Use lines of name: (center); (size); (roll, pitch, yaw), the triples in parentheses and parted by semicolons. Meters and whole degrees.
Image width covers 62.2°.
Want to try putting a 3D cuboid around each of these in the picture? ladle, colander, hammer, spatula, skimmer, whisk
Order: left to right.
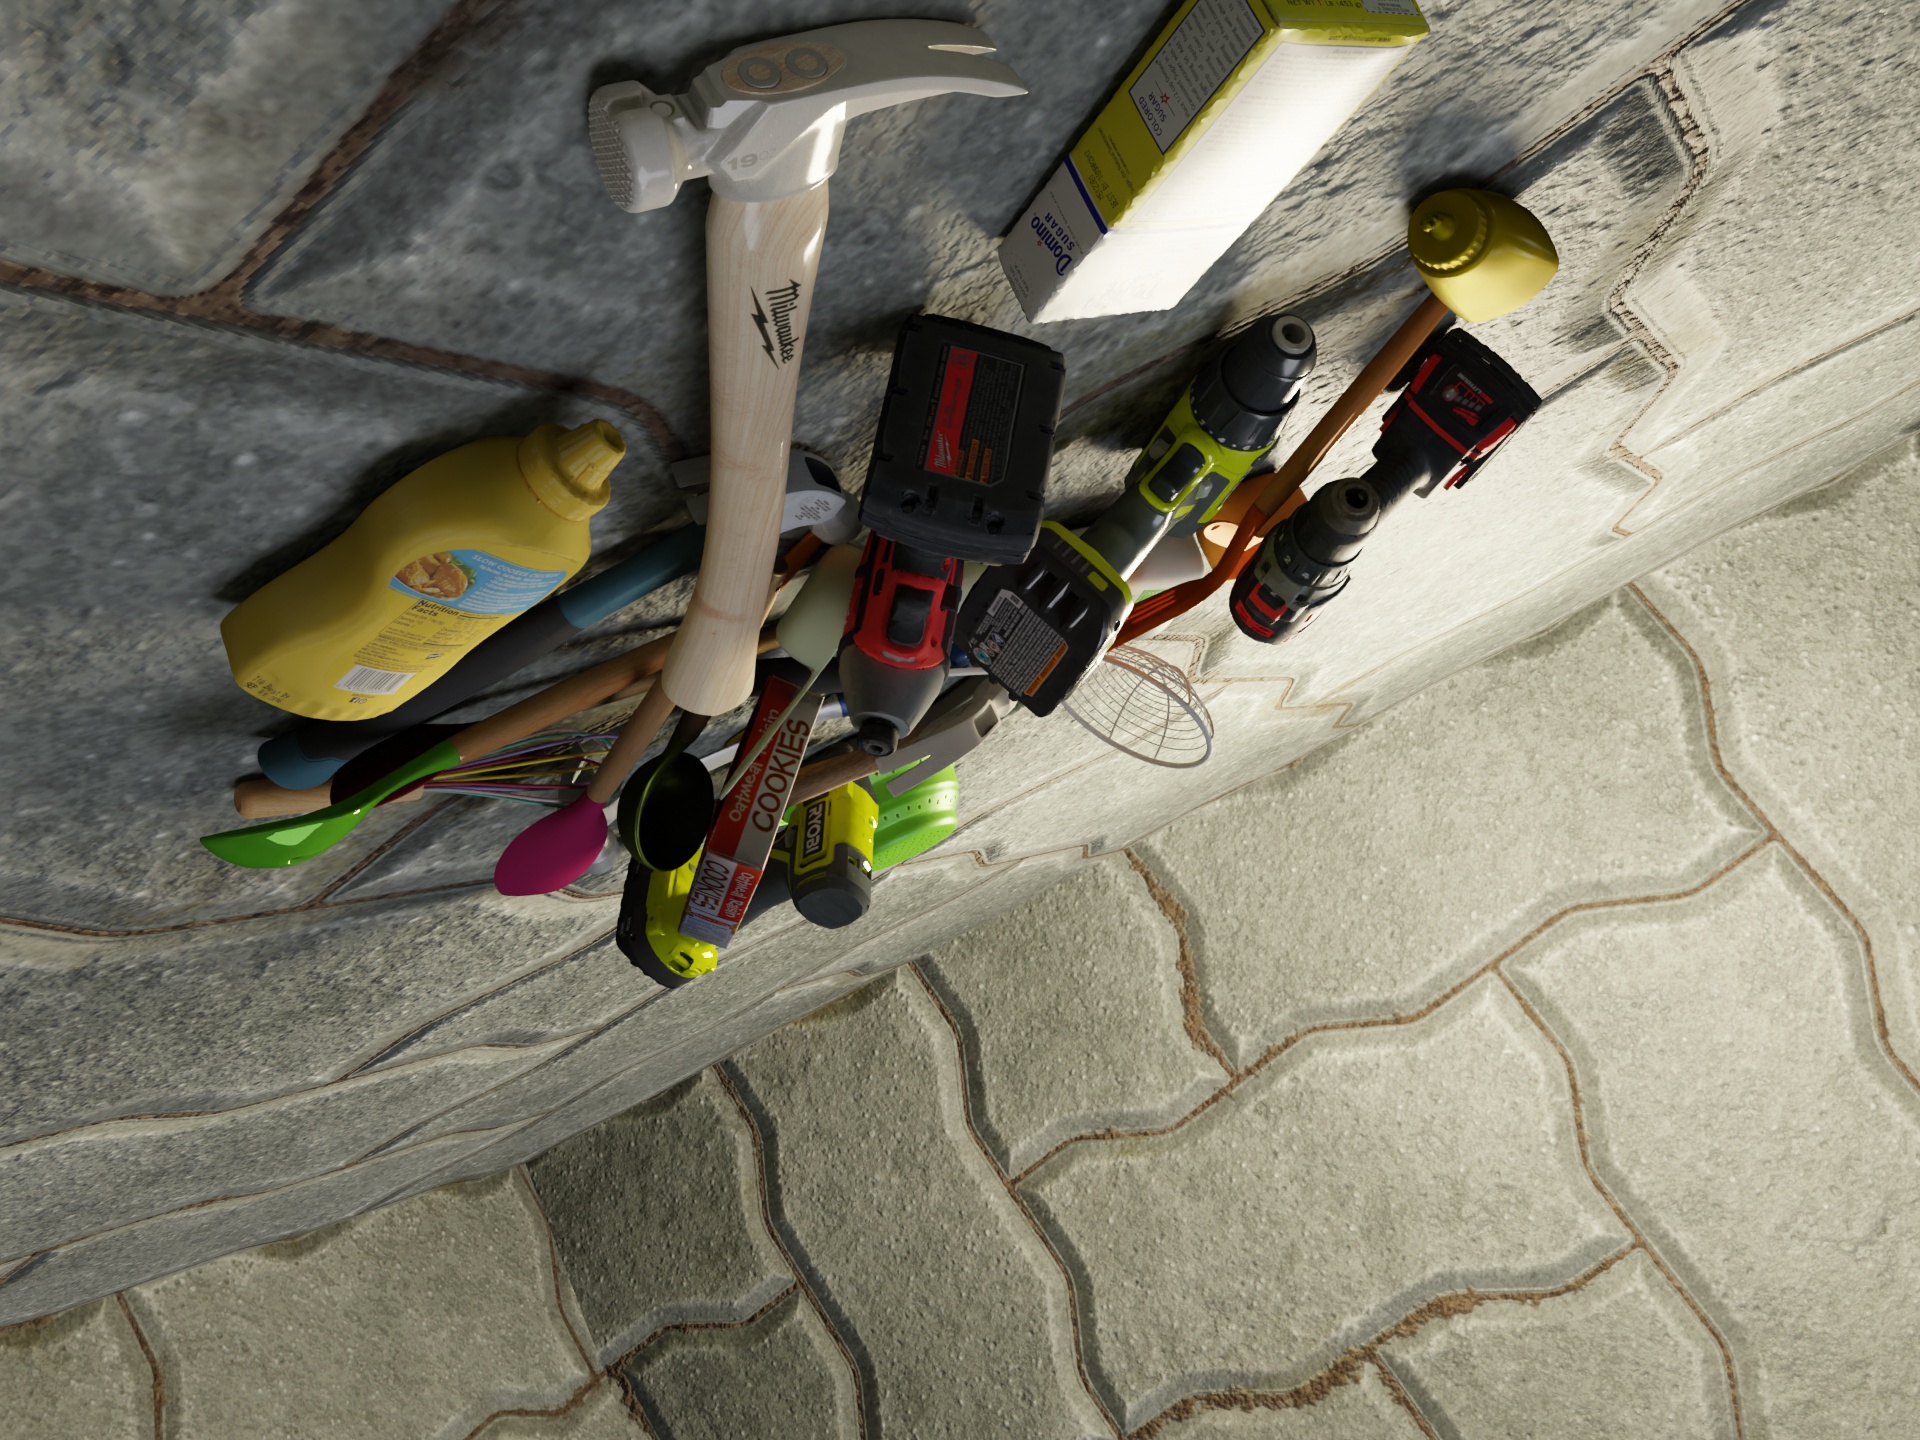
whisk: (-0.305, 0.036, 0.950); (0.245, 0.051, 0.047); (-6, -162, -42)
hammer: (-0.211, -0.049, 0.818); (0.331, 0.033, 0.128); (-27, 168, 7)
ladle: (-0.217, -0.014, 0.941); (0.315, 0.031, 0.069); (-21, -152, -32)
ladle: (-0.145, 0.001, 0.941); (0.078, 0.062, 0.320); (-54, -178, -37)
hammer: (-0.082, -0.115, 0.682); (0.146, 0.038, 0.410); (-22, 159, -21)
hammer: (-0.117, 0.048, 1.221); (0.331, 0.031, 0.130); (-20, -167, 29)
hammer: (-0.098, -0.008, 1.151); (0.405, 0.035, 0.144); (-24, 156, -16)
colander: (-0.017, 0.040, 1.386); (0.204, 0.094, 0.397); (-10, 160, -49)
skimmer: (-0.002, -0.003, 1.071); (0.363, 0.090, 0.127); (-3, 170, -22)
spatula: (0.200, -0.158, 1.009); (0.322, 0.041, 0.081); (-51, -173, 19)

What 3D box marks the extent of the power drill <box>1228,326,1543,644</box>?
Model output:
power drill: (0.278, -0.156, 1.047); (0.227, 0.080, 0.187); (-43, 172, -16)

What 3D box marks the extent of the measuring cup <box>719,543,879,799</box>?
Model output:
measuring cup: (-0.103, -0.031, 0.925); (0.167, 0.038, 0.083); (-55, -173, -2)

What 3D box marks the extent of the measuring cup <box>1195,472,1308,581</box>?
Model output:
measuring cup: (0.201, -0.149, 1.159); (0.095, 0.052, 0.173); (-31, 164, 24)

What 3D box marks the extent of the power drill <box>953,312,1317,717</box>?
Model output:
power drill: (0.105, -0.122, 0.904); (0.228, 0.080, 0.190); (-47, 177, -24)

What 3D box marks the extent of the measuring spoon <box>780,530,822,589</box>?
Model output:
measuring spoon: (-0.092, -0.091, 0.919); (0.021, 0.011, 0.117); (-13, 162, -42)

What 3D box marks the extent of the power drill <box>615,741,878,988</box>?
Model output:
power drill: (-0.168, 0.117, 1.305); (0.223, 0.171, 0.080); (-26, 129, 23)

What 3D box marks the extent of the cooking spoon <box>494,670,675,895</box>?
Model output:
cooking spoon: (-0.208, 0.030, 0.949); (0.068, 0.017, 0.318); (-1, 147, -37)

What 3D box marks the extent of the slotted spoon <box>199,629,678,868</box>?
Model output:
slotted spoon: (-0.249, 0.007, 0.852); (0.070, 0.031, 0.314); (-6, -161, 47)

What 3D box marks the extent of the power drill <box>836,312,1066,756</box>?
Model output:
power drill: (-0.017, -0.081, 0.785); (0.078, 0.143, 0.219); (14, 152, -6)

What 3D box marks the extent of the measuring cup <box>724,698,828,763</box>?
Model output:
measuring cup: (-0.105, 0.003, 1.218); (0.156, 0.029, 0.062); (-24, 167, 3)
